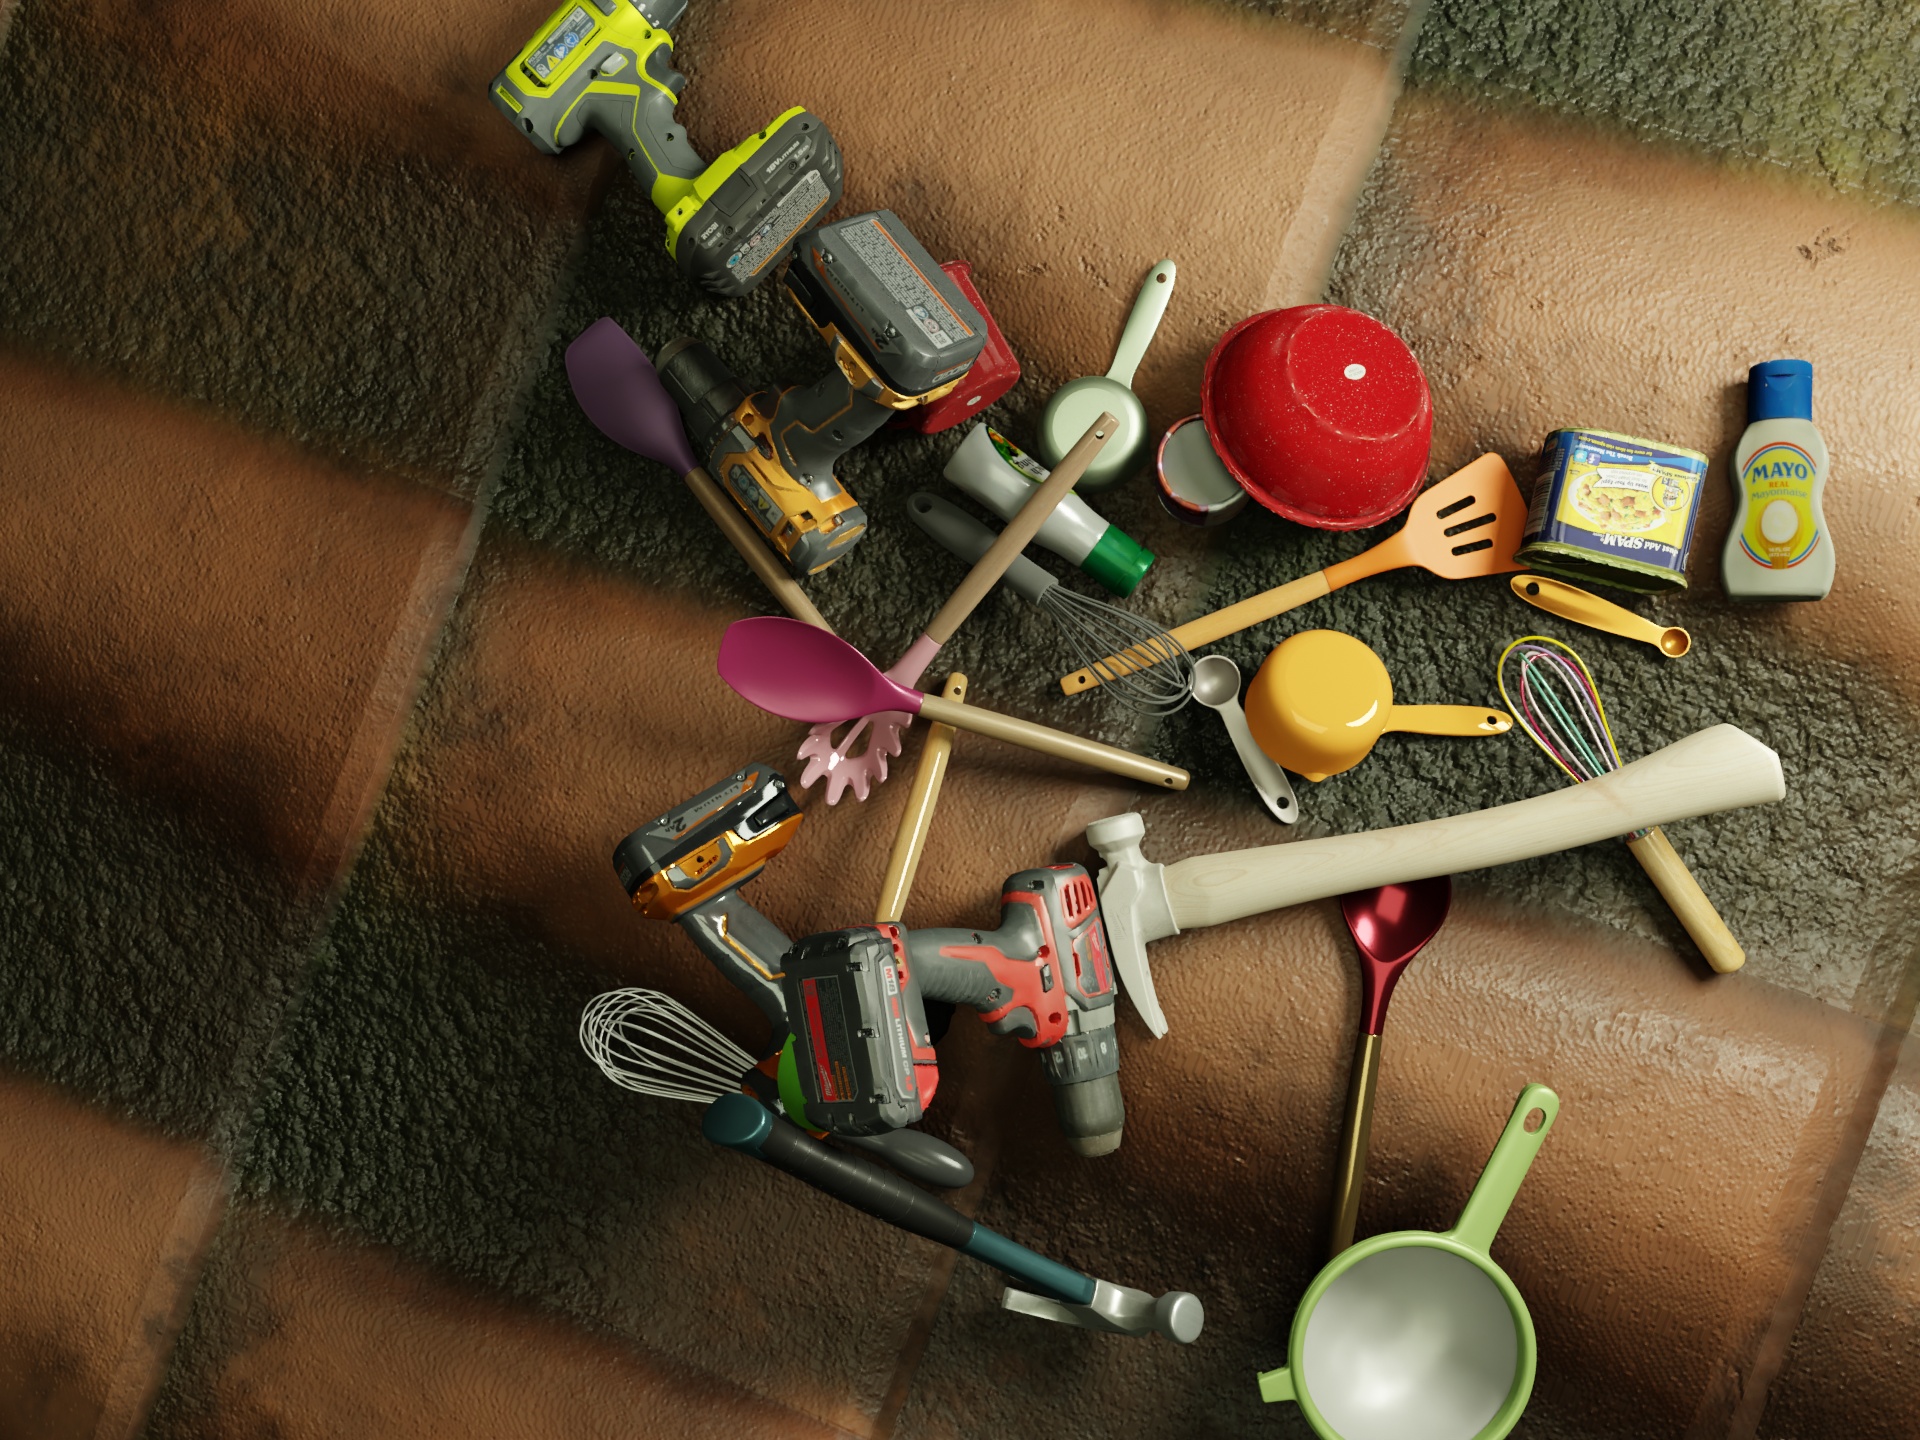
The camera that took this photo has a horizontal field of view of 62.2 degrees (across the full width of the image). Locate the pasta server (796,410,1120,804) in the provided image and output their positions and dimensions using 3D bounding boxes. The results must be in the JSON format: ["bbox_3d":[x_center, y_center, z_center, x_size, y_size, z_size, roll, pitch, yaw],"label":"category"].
[{"bbox_3d":[-0.001,-0.071,1.034,0.060,0.040,0.316,36,109,-13],"label":"pasta server"}]

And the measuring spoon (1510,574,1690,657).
[{"bbox_3d":[0.411,-0.068,1.026,0.117,0.011,0.021,23,90,12],"label":"measuring spoon"}]

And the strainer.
[{"bbox_3d":[0.297,0.337,0.991,0.151,0.069,0.256,28,89,-1],"label":"strainer"}]

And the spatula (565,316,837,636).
[{"bbox_3d":[-0.173,-0.151,1.106,0.060,0.018,0.316,-40,82,6],"label":"spatula"}]

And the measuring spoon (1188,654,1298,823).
[{"bbox_3d":[0.190,0.013,1.052,0.034,0.018,0.124,-29,91,11],"label":"measuring spoon"}]

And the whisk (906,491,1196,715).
[{"bbox_3d":[0.054,-0.082,1.049,0.239,0.055,0.055,37,93,19],"label":"whisk"}]

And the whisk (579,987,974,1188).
[{"bbox_3d":[-0.124,0.253,1.066,0.284,0.070,0.070,22,91,3],"label":"whisk"}]

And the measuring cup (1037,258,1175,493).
[{"bbox_3d":[0.106,-0.234,1.060,0.083,0.038,0.167,23,93,8],"label":"measuring cup"}]

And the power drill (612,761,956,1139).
[{"bbox_3d":[-0.107,0.145,1.041,0.164,0.084,0.226,-31,84,-25],"label":"power drill"}]

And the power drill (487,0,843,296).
[{"bbox_3d":[-0.189,-0.425,1.094,0.190,0.080,0.228,-44,80,4],"label":"power drill"}]

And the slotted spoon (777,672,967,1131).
[{"bbox_3d":[-0.044,0.108,1.019,0.070,0.031,0.314,24,67,-17],"label":"slotted spoon"}]

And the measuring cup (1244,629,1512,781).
[{"bbox_3d":[0.271,-0.012,1.011,0.173,0.052,0.095,3,66,1],"label":"measuring cup"}]

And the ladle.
[{"bbox_3d":[0.262,0.227,1.024,0.069,0.031,0.315,9,91,15],"label":"ladle"}]

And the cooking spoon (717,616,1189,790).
[{"bbox_3d":[-0.002,-0.003,1.036,0.319,0.017,0.068,16,114,-6],"label":"cooking spoon"}]

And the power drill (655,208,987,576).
[{"bbox_3d":[-0.102,-0.223,1.021,0.185,0.084,0.226,50,137,6],"label":"power drill"}]

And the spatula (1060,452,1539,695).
[{"bbox_3d":[0.218,-0.081,1.047,0.322,0.041,0.081,-22,86,11],"label":"spatula"}]

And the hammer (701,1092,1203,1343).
[{"bbox_3d":[-0.010,0.303,0.956,0.330,0.128,0.033,34,59,-25],"label":"hammer"}]

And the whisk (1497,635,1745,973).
[{"bbox_3d":[0.420,0.052,1.002,0.047,0.051,0.245,-33,86,0],"label":"whisk"}]

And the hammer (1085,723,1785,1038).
[{"bbox_3d":[0.288,0.089,0.985,0.410,0.038,0.146,-15,86,18],"label":"hammer"}]

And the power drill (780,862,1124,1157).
[{"bbox_3d":[0.012,0.194,0.979,0.080,0.226,0.188,-16,83,48],"label":"power drill"}]
